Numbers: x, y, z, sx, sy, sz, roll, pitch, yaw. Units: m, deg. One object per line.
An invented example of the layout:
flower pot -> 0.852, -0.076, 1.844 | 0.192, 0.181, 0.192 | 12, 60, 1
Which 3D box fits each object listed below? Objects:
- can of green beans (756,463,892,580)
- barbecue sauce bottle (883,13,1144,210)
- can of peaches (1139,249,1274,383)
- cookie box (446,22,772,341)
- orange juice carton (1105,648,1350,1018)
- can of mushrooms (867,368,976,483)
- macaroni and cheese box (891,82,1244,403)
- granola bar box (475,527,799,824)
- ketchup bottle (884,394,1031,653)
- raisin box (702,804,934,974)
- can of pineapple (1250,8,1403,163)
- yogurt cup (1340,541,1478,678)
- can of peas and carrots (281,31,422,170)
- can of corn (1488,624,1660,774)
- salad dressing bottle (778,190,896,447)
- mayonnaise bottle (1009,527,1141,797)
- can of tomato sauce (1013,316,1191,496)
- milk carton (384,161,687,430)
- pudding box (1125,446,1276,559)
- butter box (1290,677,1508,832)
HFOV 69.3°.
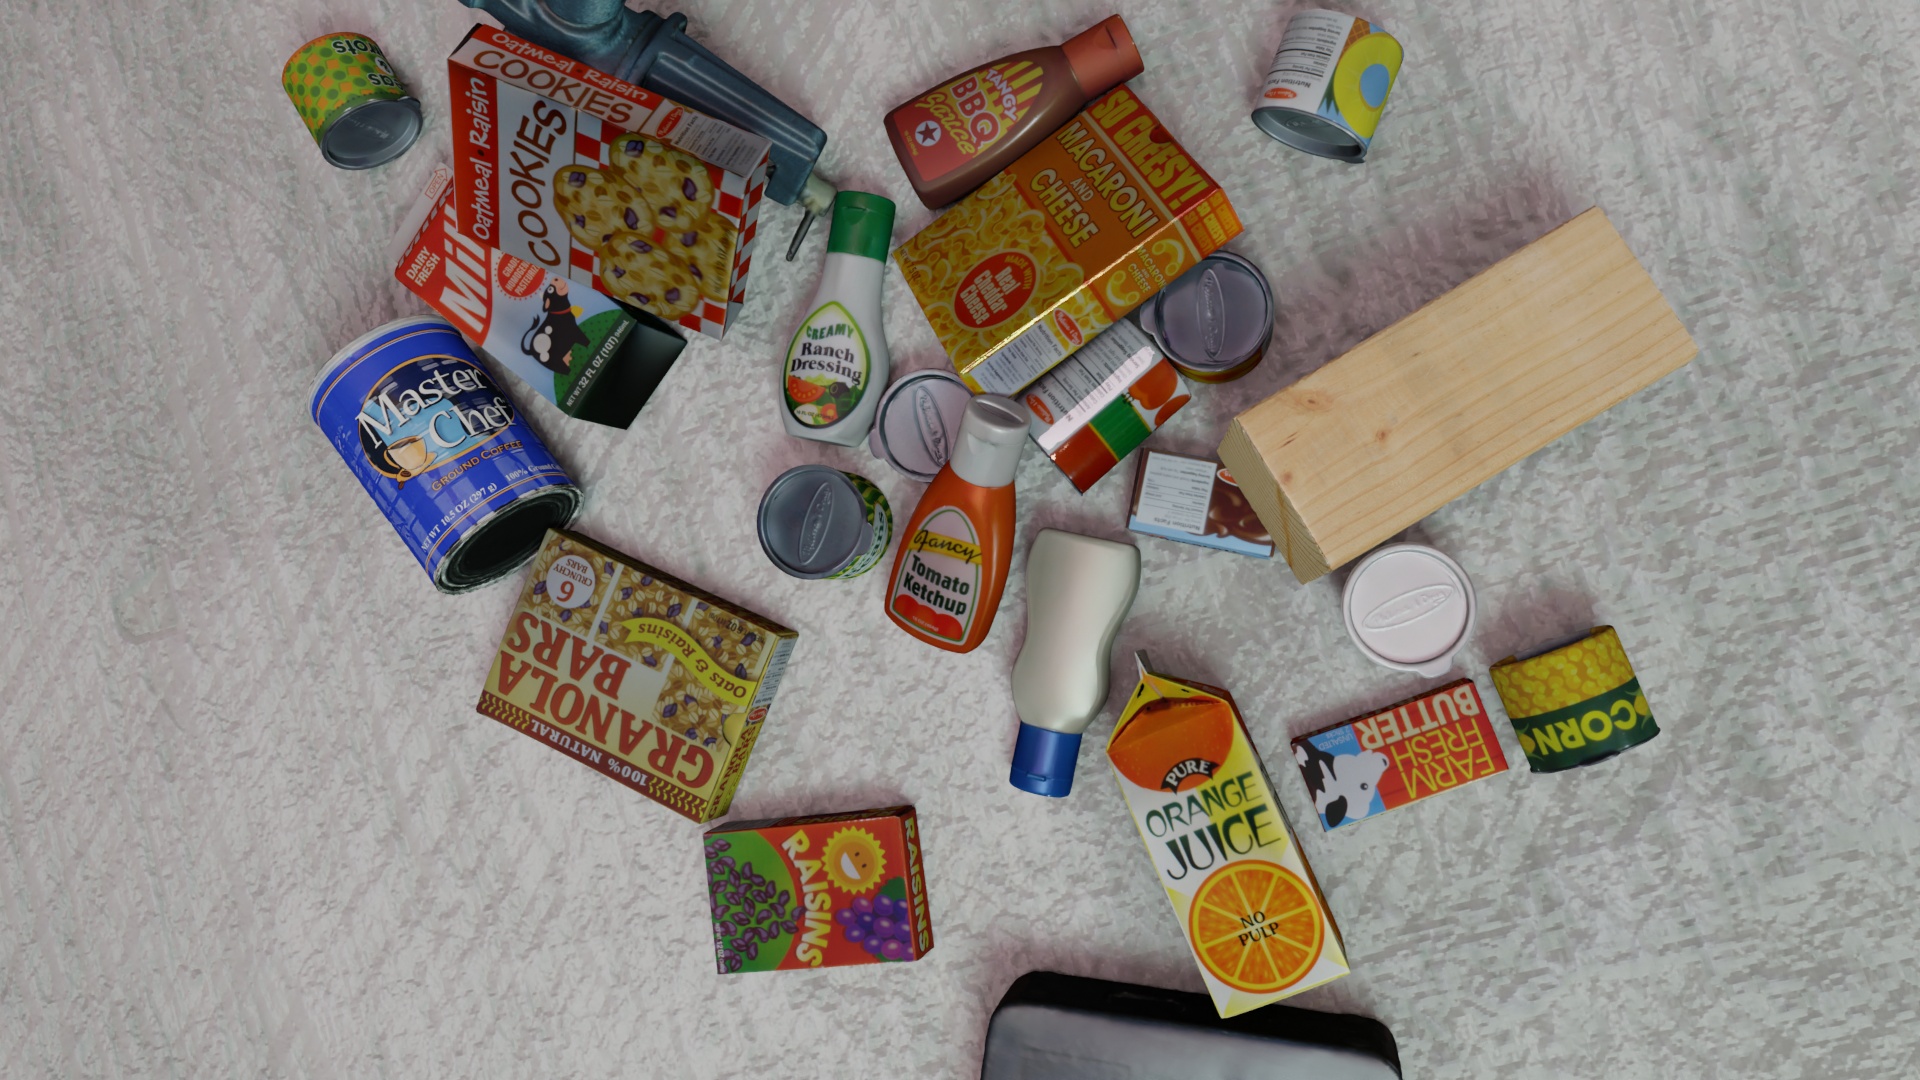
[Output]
can of green beans -> -0.078, -0.010, 0.815 | 0.071, 0.058, 0.071 | 0, 88, 13
barbecue sauce bottle -> 0.033, -0.253, 0.807 | 0.148, 0.043, 0.065 | -26, 75, 10
can of peaches -> 0.138, -0.123, 0.771 | 0.071, 0.058, 0.071 | 0, 89, 13
cookie box -> -0.195, -0.195, 0.767 | 0.167, 0.122, 0.040 | 22, 51, -1
orange juice carton -> 0.136, 0.148, 0.754 | 0.073, 0.072, 0.193 | -25, 83, 10
can of mushrooms -> -0.017, -0.066, 0.816 | 0.071, 0.033, 0.071 | 0, 88, 12
macaroni and cheese box -> 0.054, -0.165, 0.770 | 0.166, 0.040, 0.124 | -35, 47, 9
granola bar box -> -0.199, 0.080, 0.848 | 0.166, 0.039, 0.124 | 23, 93, 13
ketchup bottle -> 0.003, -0.010, 0.770 | 0.065, 0.044, 0.148 | 26, 124, 13
raisin box -> -0.084, 0.206, 0.818 | 0.123, 0.040, 0.086 | -8, 85, 14
can of pineapple -> 0.201, -0.247, 0.759 | 0.071, 0.071, 0.058 | 22, 93, 13
yogurt cup -> 0.238, 0.035, 0.744 | 0.072, 0.054, 0.072 | 0, 88, 13
can of peas and carrots -> -0.389, -0.283, 0.891 | 0.071, 0.071, 0.059 | -35, 81, 10
can of corn -> 0.315, 0.082, 0.716 | 0.071, 0.071, 0.058 | -22, 83, 11
salad dressing bottle -> -0.069, -0.131, 0.825 | 0.064, 0.044, 0.147 | 10, 90, 15
mayonnaise bottle -> 0.059, 0.070, 0.791 | 0.065, 0.041, 0.148 | 12, 92, 14
can of tomato sauce -> 0.078, -0.076, 0.778 | 0.083, 0.071, 0.071 | -41, 80, 5
milk carton -> -0.271, -0.154, 0.856 | 0.191, 0.073, 0.072 | 37, 96, 12
pudding box -> 0.139, -0.021, 0.781 | 0.084, 0.030, 0.049 | 11, 89, 13
butter box -> 0.238, 0.117, 0.756 | 0.103, 0.024, 0.053 | -22, 84, 11
